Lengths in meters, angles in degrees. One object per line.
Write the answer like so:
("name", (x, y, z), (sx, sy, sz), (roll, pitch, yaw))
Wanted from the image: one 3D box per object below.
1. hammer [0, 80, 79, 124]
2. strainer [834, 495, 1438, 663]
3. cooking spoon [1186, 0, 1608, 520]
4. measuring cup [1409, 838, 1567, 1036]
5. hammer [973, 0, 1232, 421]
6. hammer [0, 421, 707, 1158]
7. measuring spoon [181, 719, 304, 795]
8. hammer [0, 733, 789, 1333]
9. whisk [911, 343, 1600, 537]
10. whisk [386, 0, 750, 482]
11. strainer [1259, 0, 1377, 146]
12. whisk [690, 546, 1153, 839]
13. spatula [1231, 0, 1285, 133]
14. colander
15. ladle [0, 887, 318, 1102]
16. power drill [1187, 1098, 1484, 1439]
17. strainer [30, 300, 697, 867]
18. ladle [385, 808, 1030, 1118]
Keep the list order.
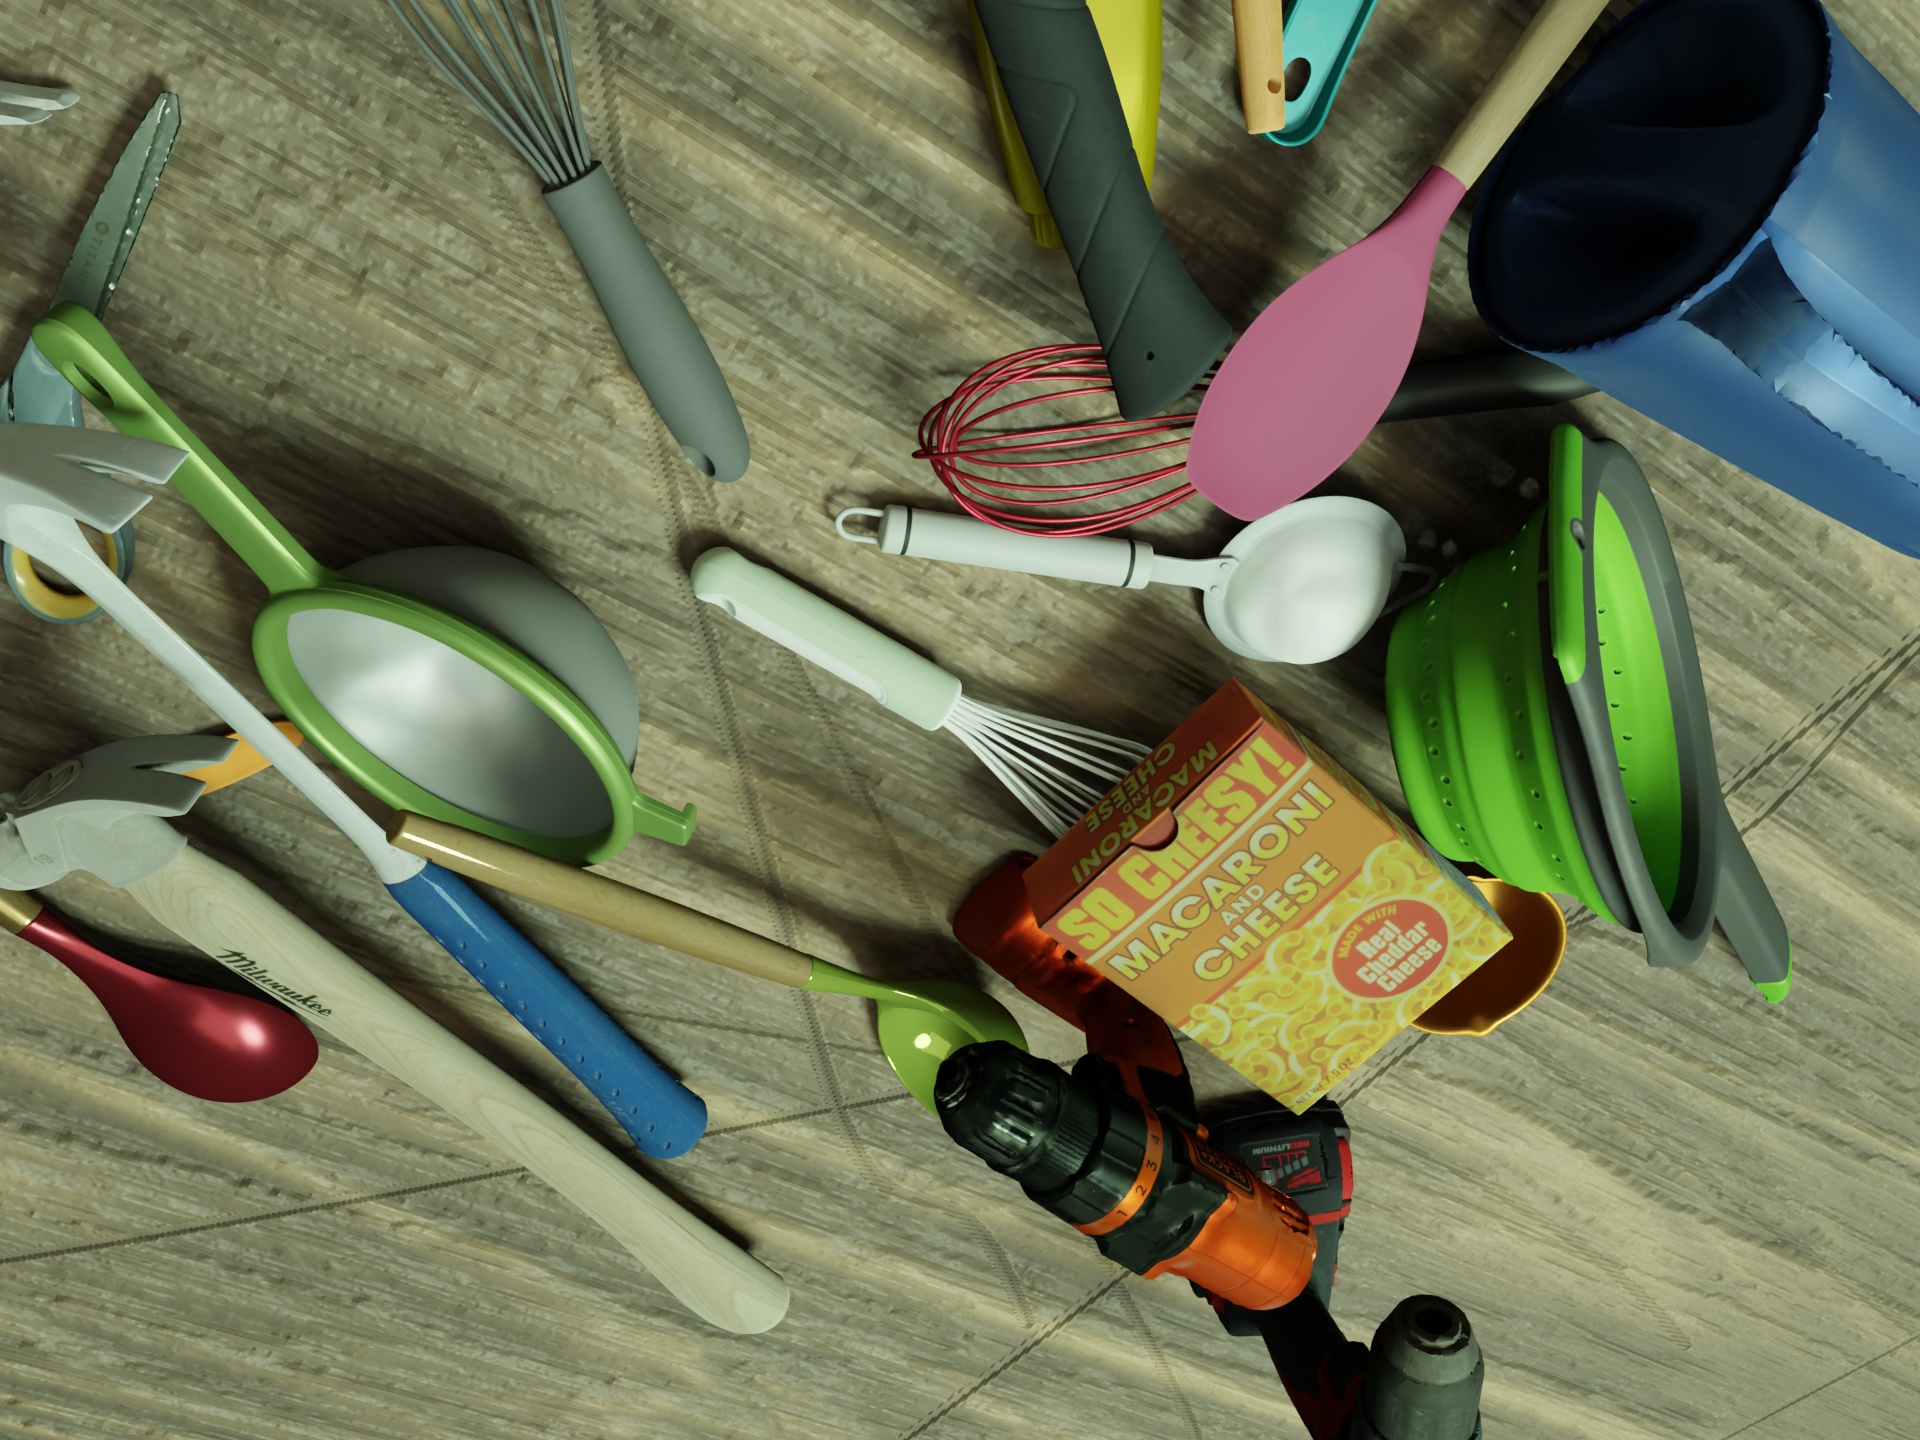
("hammer", (-0.219, -0.278, 0.433), (0.331, 0.033, 0.128), (-25, 122, 16))
("strainer", (0.077, -0.059, 0.635), (0.258, 0.050, 0.086), (7, 131, -10))
("cooking spoon", (0.181, -0.205, 0.536), (0.068, 0.017, 0.319), (28, 103, -32))
("measuring cup", (0.188, 0.108, 0.738), (0.173, 0.052, 0.095), (-17, 120, 1))
("hammer", (-0.010, -0.274, 0.455), (0.149, 0.036, 0.408), (-13, 117, 24))
("hammer", (-0.215, 0.050, 0.603), (0.144, 0.035, 0.405), (-2, 137, 35))
("measuring spoon", (-0.312, 0.023, 0.625), (0.117, 0.011, 0.021), (-23, 130, -2))
("hammer", (-0.198, 0.152, 0.659), (0.146, 0.038, 0.410), (-13, 132, 35))
("whisk", (0.126, -0.118, 0.601), (0.296, 0.073, 0.073), (-10, 120, -11))
("whisk", (-0.126, -0.180, 0.528), (0.055, 0.055, 0.238), (-24, 124, 3))
("strainer", (0.180, -0.334, 0.470), (0.211, 0.095, 0.340), (17, 113, -19))
("whisk", (-0.001, -0.002, 0.648), (0.246, 0.058, 0.059), (30, 75, -19))
("spatula", (0.082, -0.342, 0.463), (0.081, 0.041, 0.322), (-18, 113, -22))
("colander", (0.276, 0.038, 0.691), (0.094, 0.205, 0.396), (-10, 145, 34))
("ladle", (-0.382, 0.060, 0.616), (0.069, 0.031, 0.315), (-31, 119, 18))
("power drill", (0.170, 0.272, 0.722), (0.080, 0.227, 0.187), (-7, 120, -7))
("strainer", (-0.200, -0.051, 0.555), (0.151, 0.069, 0.256), (-5, 134, 37))
("ladle", (-0.087, 0.105, 0.636), (0.319, 0.078, 0.062), (29, 68, -40))
